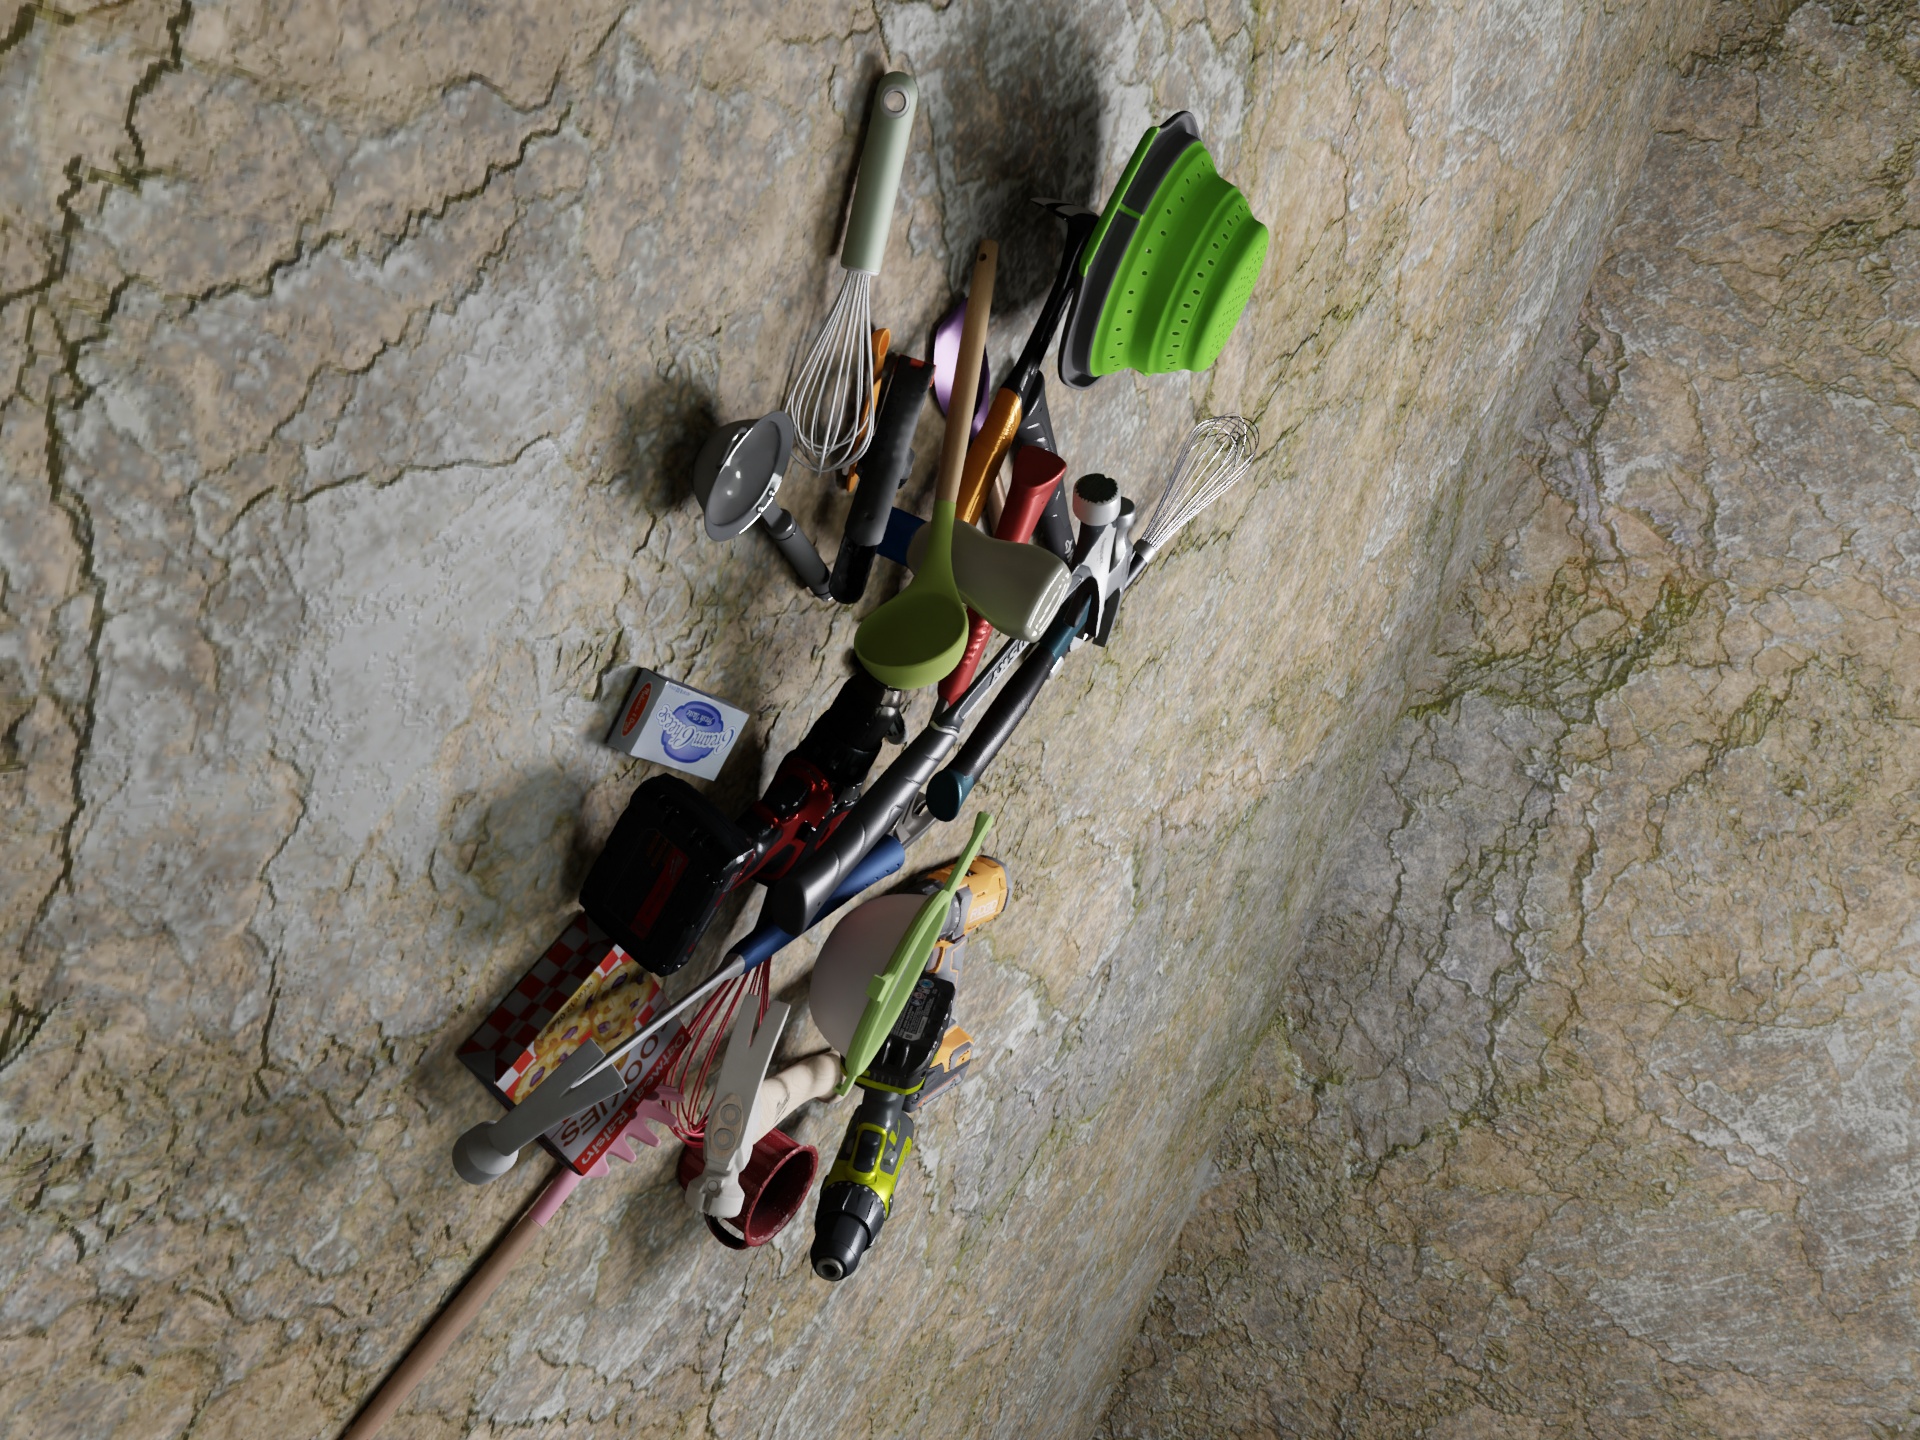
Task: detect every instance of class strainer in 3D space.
[{"bbox_3d":[-0.049,0.148,1.211,0.256,0.069,0.151,-59,171,-43],"label":"strainer"},{"bbox_3d":[-0.119,-0.127,1.004,0.087,0.050,0.258,-56,160,-9],"label":"strainer"}]

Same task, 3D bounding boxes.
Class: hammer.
[{"bbox_3d":[0.063,-0.044,1.317,0.331,0.033,0.128,-54,156,-36],"label":"hammer"},{"bbox_3d":[-0.002,-0.004,1.144,0.409,0.036,0.149,-50,156,-29],"label":"hammer"},{"bbox_3d":[0.005,-0.047,1.244,0.149,0.037,0.359,-39,154,-61],"label":"hammer"},{"bbox_3d":[0.082,-0.177,1.350,0.146,0.035,0.334,-54,153,-19],"label":"hammer"},{"bbox_3d":[-0.128,0.281,1.257,0.410,0.038,0.146,47,58,-81],"label":"hammer"},{"bbox_3d":[-0.156,0.168,1.068,0.144,0.035,0.405,-38,178,37],"label":"hammer"},{"bbox_3d":[0.025,-0.210,1.160,0.127,0.034,0.337,-4,120,-66],"label":"hammer"}]

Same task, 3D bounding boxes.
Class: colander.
[{"bbox_3d":[0.169,-0.312,1.210,0.204,0.094,0.397,-63,171,2],"label":"colander"}]

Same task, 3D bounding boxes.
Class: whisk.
[{"bbox_3d":[-0.155,0.185,1.212,0.073,0.073,0.296,21,90,-65],"label":"whisk"},{"bbox_3d":[-0.063,-0.269,0.976,0.059,0.058,0.246,-97,-160,-71],"label":"whisk"},{"bbox_3d":[0.195,-0.186,1.533,0.284,0.070,0.070,-53,153,-12],"label":"whisk"}]

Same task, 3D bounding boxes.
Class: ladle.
[{"bbox_3d":[-0.011,-0.177,1.080,0.062,0.078,0.320,21,78,-65],"label":"ladle"}]

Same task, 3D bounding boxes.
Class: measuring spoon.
[{"bbox_3d":[-0.065,-0.208,1.066,0.021,0.011,0.116,-52,161,-59],"label":"measuring spoon"}]

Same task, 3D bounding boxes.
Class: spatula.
[{"bbox_3d":[0.020,-0.194,1.230,0.060,0.018,0.315,-52,151,-21],"label":"spatula"}]

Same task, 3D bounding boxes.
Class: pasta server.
[{"bbox_3d":[-0.312,0.378,1.115,0.316,0.040,0.060,-51,154,-23],"label":"pasta server"}]

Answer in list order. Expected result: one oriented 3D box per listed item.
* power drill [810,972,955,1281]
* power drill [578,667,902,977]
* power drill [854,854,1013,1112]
[{"bbox_3d":[-0.073,0.341,1.349,0.191,0.080,0.228,-64,168,-64],"label":"power drill"},{"bbox_3d":[-0.131,0.058,1.059,0.187,0.080,0.226,-57,166,26],"label":"power drill"},{"bbox_3d":[-0.036,0.244,1.473,0.185,0.084,0.226,-12,120,-59],"label":"power drill"}]
